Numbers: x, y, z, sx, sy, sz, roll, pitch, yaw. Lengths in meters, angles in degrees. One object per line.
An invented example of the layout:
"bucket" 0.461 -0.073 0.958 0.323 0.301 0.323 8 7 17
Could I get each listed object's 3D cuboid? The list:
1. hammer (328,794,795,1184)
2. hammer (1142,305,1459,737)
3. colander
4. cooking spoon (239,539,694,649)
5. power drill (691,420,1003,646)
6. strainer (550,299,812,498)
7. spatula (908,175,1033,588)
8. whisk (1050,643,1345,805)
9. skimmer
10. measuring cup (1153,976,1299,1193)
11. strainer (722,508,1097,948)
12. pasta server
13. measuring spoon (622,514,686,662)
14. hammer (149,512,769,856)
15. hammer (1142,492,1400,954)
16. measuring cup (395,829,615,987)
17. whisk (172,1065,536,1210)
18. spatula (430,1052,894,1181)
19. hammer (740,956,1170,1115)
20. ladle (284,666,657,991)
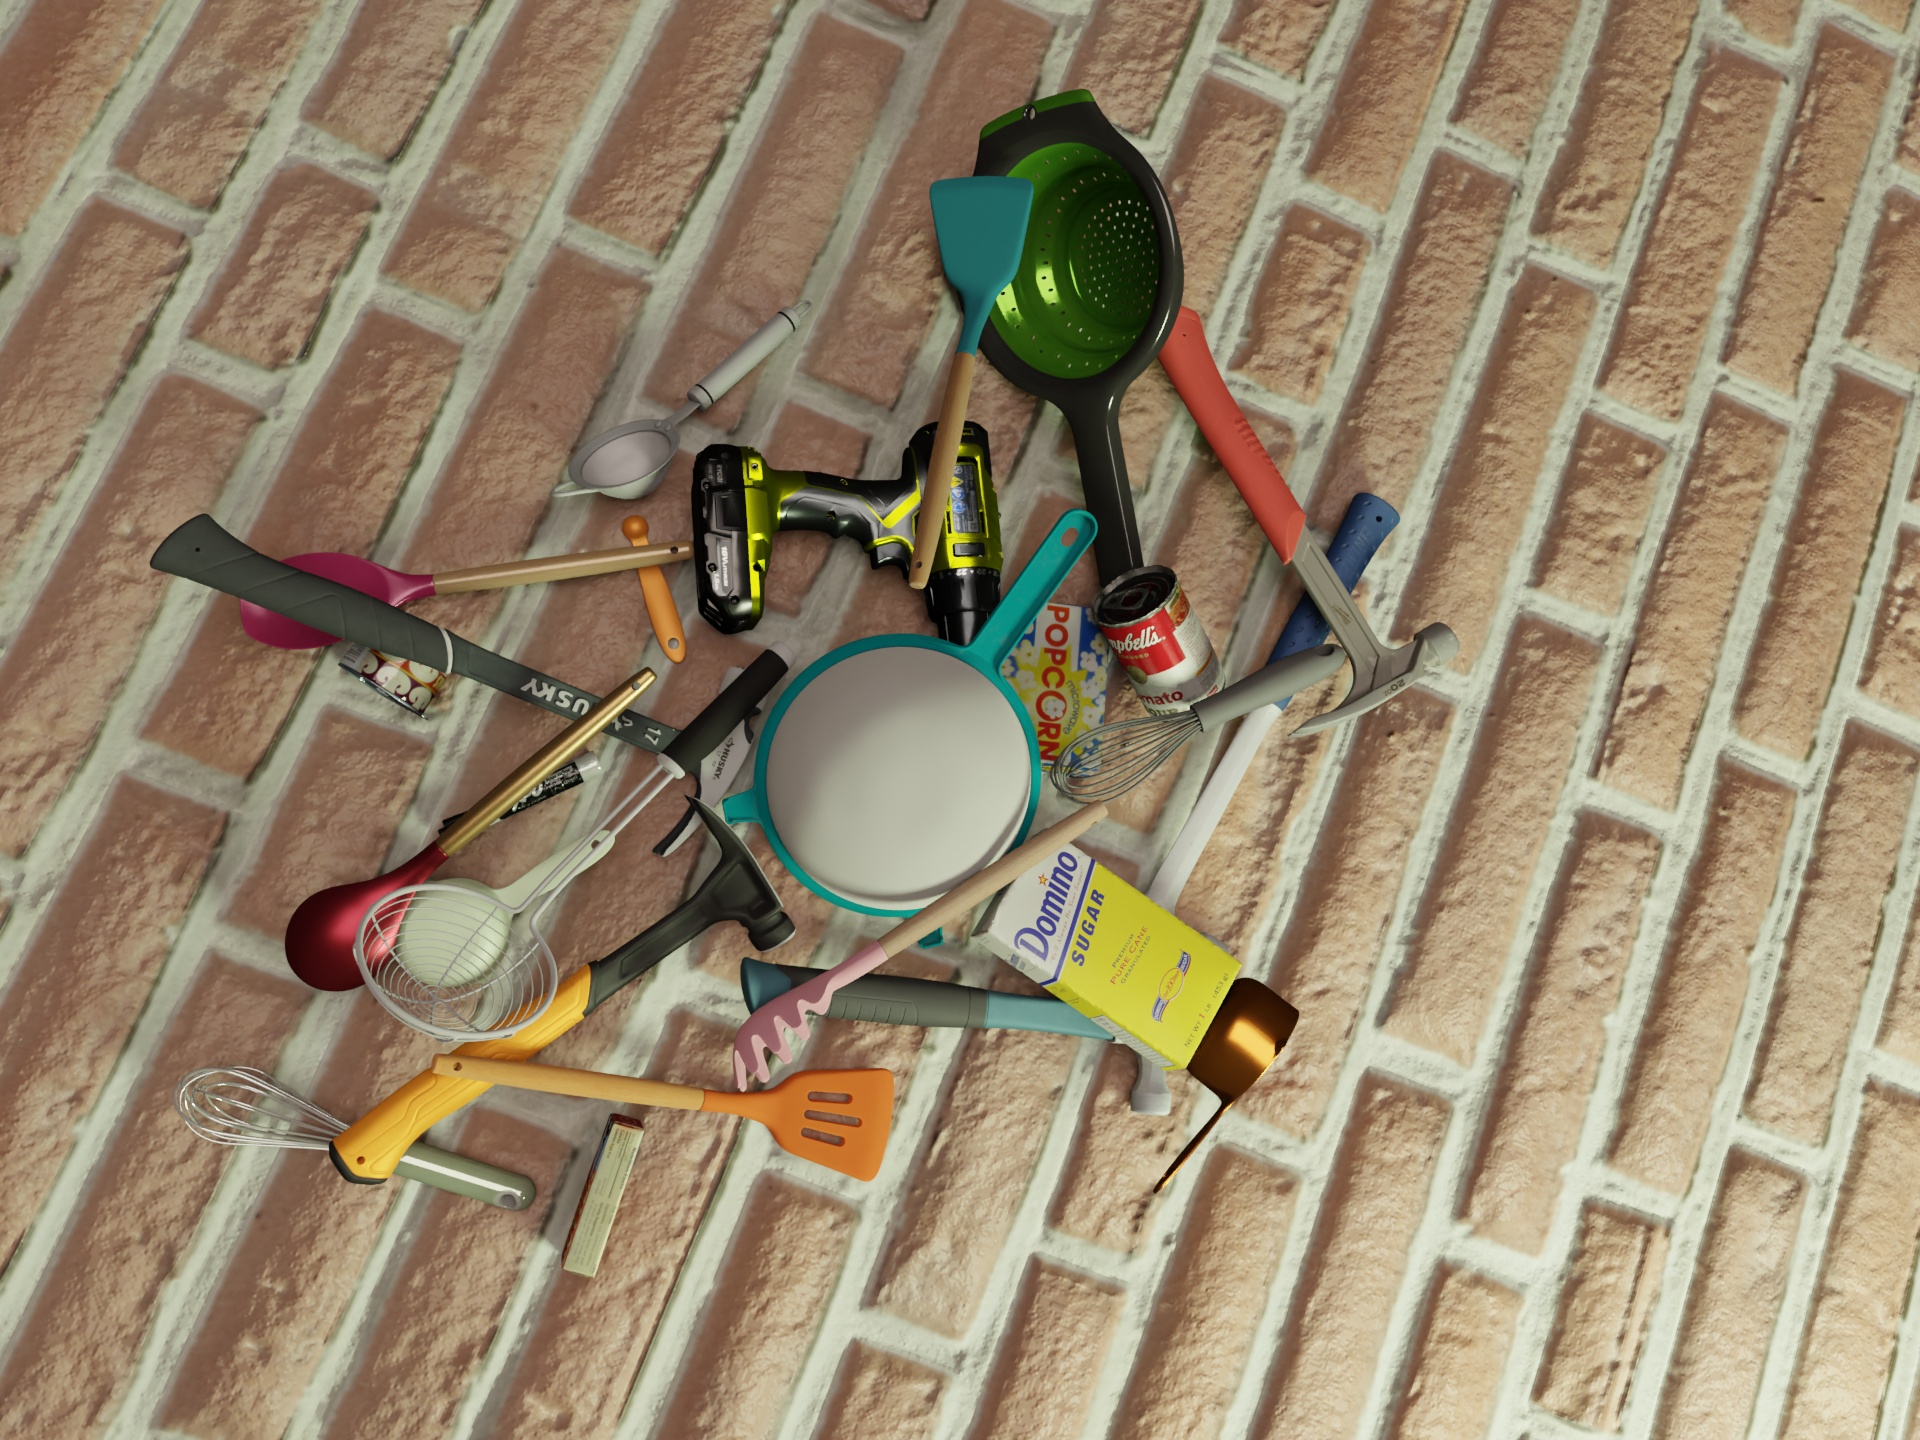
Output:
"hammer" -0.278 0.191 1.082 0.337 0.034 0.127 -36 109 -19
"hammer" 0.234 -0.167 1.241 0.149 0.036 0.359 -28 80 -11
"colander" 0.117 -0.272 1.229 0.094 0.204 0.397 -22 104 -47
"cooking spoon" -0.351 -0.101 1.144 0.319 0.017 0.069 -9 82 -8
"power drill" -0.079 -0.123 1.179 0.228 0.080 0.191 -3 81 -14
"strainer" -0.199 -0.234 1.190 0.087 0.050 0.258 28 66 39
"spatula" -0.006 -0.249 1.165 0.082 0.044 0.318 5 74 18
"whisk" 0.176 -0.001 1.168 0.239 0.055 0.055 -25 87 -4
"skimmer" -0.236 0.062 1.054 0.127 0.090 0.363 38 68 10
"measuring cup" 0.176 0.261 1.159 0.052 0.095 0.174 41 69 6
"strainer" -0.002 -0.004 1.116 0.211 0.095 0.340 35 94 -12
"pasta server" -0.027 0.149 1.095 0.316 0.060 0.040 -32 73 -10
"measuring spoon" -0.226 -0.098 1.178 0.021 0.011 0.117 -18 85 -13
"hammer" -0.334 -0.035 1.082 0.408 0.036 0.149 24 81 -24
"hammer" 0.230 -0.007 1.242 0.144 0.035 0.405 32 77 -5
"measuring cup" -0.315 0.123 1.100 0.167 0.038 0.083 -32 87 -2
"whisk" -0.405 0.284 1.073 0.246 0.059 0.057 22 115 -11
"spatula" -0.198 0.257 1.091 0.322 0.041 0.081 15 79 -28
"hammer" 0.003 0.209 1.153 0.331 0.033 0.128 8 79 -16
"ladle" -0.327 0.070 1.071 0.315 0.031 0.069 -41 98 -4
